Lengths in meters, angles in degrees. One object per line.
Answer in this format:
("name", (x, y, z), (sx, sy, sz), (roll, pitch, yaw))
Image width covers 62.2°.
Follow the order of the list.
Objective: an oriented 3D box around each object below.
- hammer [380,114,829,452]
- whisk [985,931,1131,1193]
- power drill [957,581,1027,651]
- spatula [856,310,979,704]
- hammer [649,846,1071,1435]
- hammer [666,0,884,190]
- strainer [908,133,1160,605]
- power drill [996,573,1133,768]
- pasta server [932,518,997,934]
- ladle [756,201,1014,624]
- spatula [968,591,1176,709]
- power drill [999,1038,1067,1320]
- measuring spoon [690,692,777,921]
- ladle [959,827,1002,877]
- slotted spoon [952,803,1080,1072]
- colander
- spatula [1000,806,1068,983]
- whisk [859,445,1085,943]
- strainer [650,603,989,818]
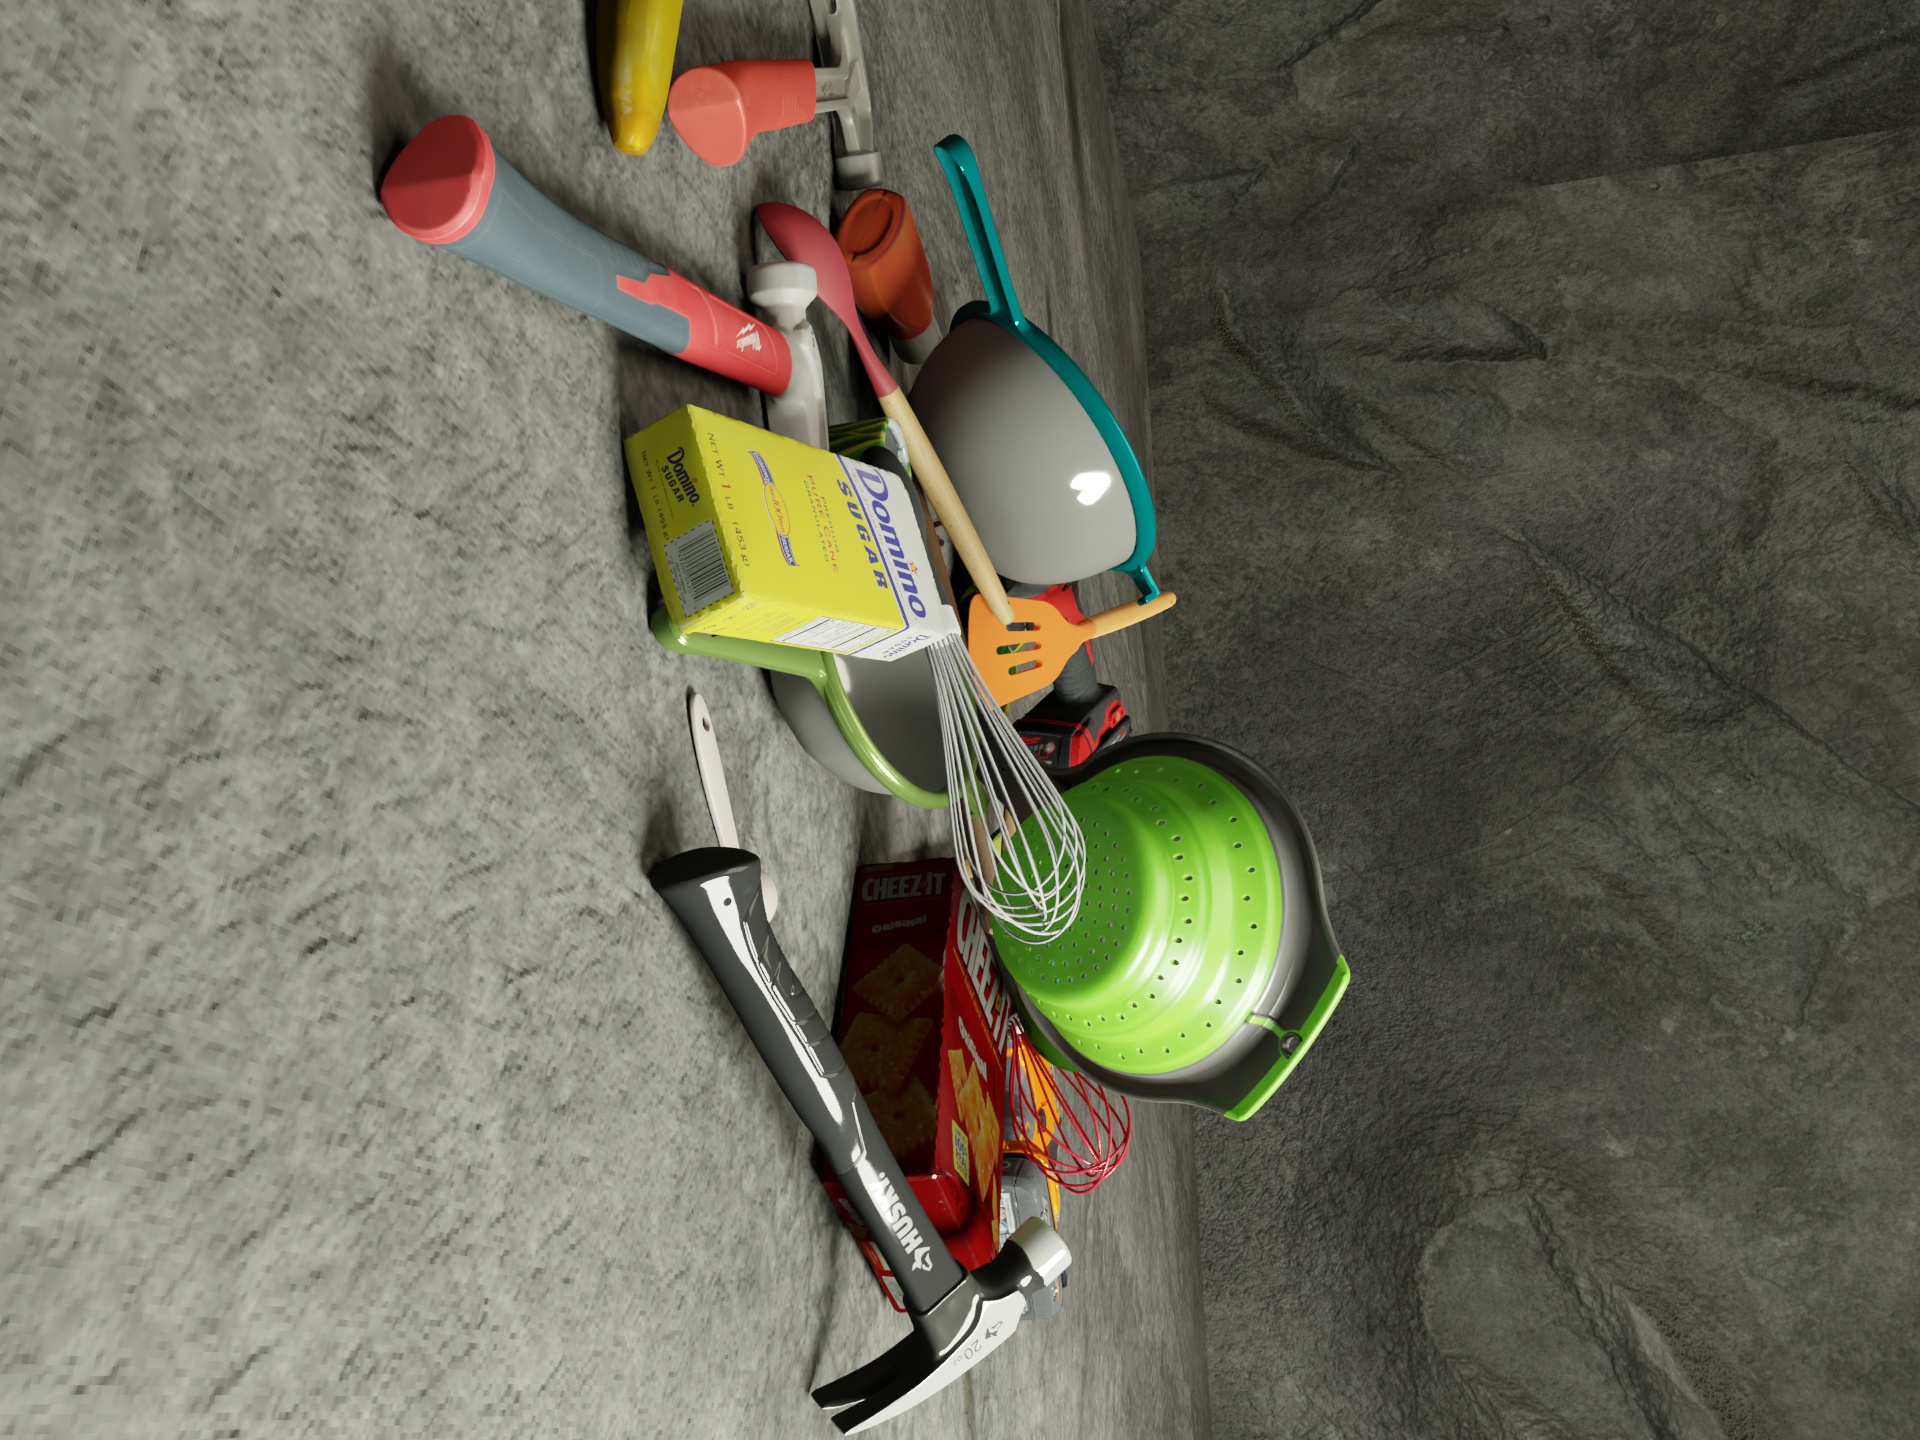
("hammer", (-0.129, -0.165, 0.697), (0.386, 0.038, 0.143), (-16, 102, -77))
("whisk", (0.046, 0.219, 1.084), (0.296, 0.073, 0.073), (-126, -158, -64))
("power drill", (0.021, -0.161, 1.281), (0.191, 0.080, 0.228), (-55, 141, -58))
("spatula", (-0.031, -0.141, 1.022), (0.059, 0.018, 0.316), (65, 8, -59))
("hammer", (-0.059, 0.194, 0.745), (0.035, 0.146, 0.334), (23, -37, 53))
("hammer", (-0.099, -0.367, 0.904), (0.359, 0.037, 0.149), (-71, 153, -66))
("strainer", (0.012, -0.204, 1.017), (0.211, 0.095, 0.340), (43, -15, 39))
("power drill", (0.069, -0.057, 1.240), (0.143, 0.078, 0.219), (-42, 130, -51))
("pasta server", (-0.002, -0.003, 1.060), (0.060, 0.040, 0.317), (84, -7, -58))
("ladle", (-0.035, -0.180, 0.977), (0.069, 0.031, 0.315), (-95, 159, -54))
("spatula", (0.095, -0.072, 1.193), (0.322, 0.041, 0.081), (-23, 112, -61))
("power drill", (0.035, 0.320, 1.128), (0.227, 0.084, 0.164), (-73, 155, -69))
("measuring spoon", (-0.106, 0.044, 0.750), (0.034, 0.018, 0.124), (-66, 147, -66))
("ladle", (0.014, 0.112, 1.179), (0.320, 0.062, 0.078), (11, 90, -74))
("slotted spoon", (0.026, 0.120, 1.076), (0.314, 0.031, 0.070), (-113, 177, -53))
("colander", (0.040, 0.057, 0.911), (0.094, 0.204, 0.398), (16, 22, -46))
("spatula", (0.048, 0.143, 1.191), (0.082, 0.044, 0.317), (-43, 155, -23))
("whisk", (-0.002, -0.019, 0.827), (0.070, 0.070, 0.285), (43, 25, -71))
("strainer", (-0.083, -0.021, 0.810), (0.256, 0.069, 0.152), (11, 60, -58))
